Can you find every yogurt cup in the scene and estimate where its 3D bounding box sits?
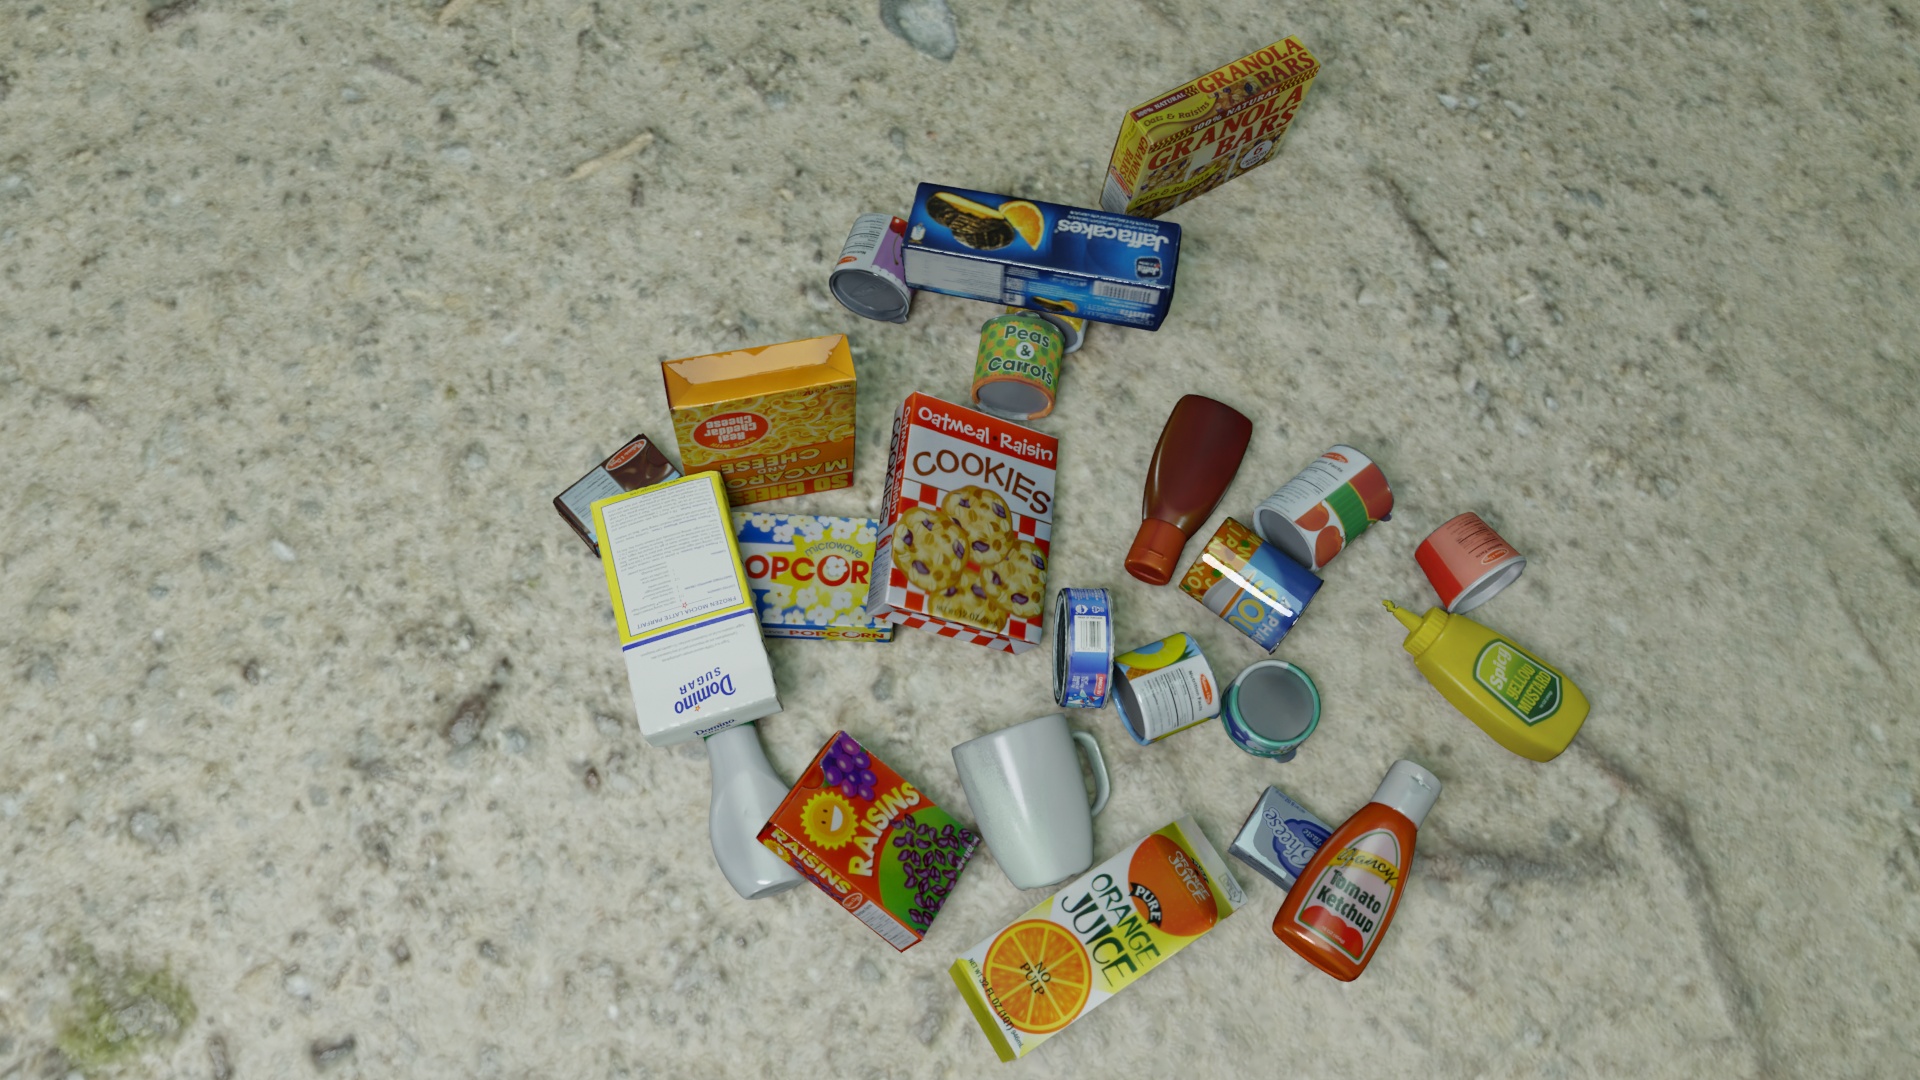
[{"bbox_3d":[0.378,0.016,1.039,0.072,0.072,0.054,-26,64,-14],"label":"yogurt cup"}]

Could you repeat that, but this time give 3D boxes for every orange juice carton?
[{"bbox_3d":[0.093,0.256,0.908,0.193,0.072,0.072,-28,73,-16],"label":"orange juice carton"}]

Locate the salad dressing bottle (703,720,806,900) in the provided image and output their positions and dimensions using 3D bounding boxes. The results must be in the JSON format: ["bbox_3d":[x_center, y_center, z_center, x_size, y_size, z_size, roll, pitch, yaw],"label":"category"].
[{"bbox_3d":[-0.146,0.166,0.942,0.064,0.043,0.148,-15,68,-15],"label":"salad dressing bottle"}]

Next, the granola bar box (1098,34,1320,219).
[{"bbox_3d":[0.199,-0.330,1.133,0.166,0.123,0.039,-28,74,-15],"label":"granola bar box"}]

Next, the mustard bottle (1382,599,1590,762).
[{"bbox_3d":[0.375,0.093,1.013,0.160,0.048,0.065,37,68,10],"label":"mustard bottle"}]

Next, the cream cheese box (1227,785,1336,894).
[{"bbox_3d":[0.243,0.223,0.962,0.104,0.024,0.053,35,70,10],"label":"cream cheese box"}]

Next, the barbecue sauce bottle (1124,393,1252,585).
[{"bbox_3d":[0.168,-0.037,1.053,0.065,0.043,0.149,25,68,5],"label":"barbecue sauce bottle"}]

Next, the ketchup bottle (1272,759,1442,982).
[{"bbox_3d":[0.271,0.216,0.929,0.065,0.043,0.149,35,69,10],"label":"ketchup bottle"}]

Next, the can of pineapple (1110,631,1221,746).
[{"bbox_3d":[0.142,0.104,0.981,0.058,0.070,0.071,-19,71,-12],"label":"can of pineapple"}]

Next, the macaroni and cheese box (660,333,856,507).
[{"bbox_3d":[-0.137,-0.079,0.977,0.124,0.165,0.040,-10,69,-9],"label":"macaroni and cheese box"}]

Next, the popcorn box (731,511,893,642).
[{"bbox_3d":[-0.110,0.027,1.004,0.127,0.038,0.085,3,67,-4],"label":"popcorn box"}]

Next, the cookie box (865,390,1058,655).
[{"bbox_3d":[0.004,-0.013,1.009,0.123,0.040,0.168,17,65,-22],"label":"cookie box"}]

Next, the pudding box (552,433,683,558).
[{"bbox_3d":[-0.249,-0.033,1.021,0.084,0.030,0.050,-41,75,-19],"label":"pudding box"}]

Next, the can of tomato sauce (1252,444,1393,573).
[{"bbox_3d":[0.272,-0.021,1.044,0.083,0.071,0.071,-36,75,-17],"label":"can of tomato sauce"}]

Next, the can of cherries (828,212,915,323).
[{"bbox_3d":[-0.062,-0.214,1.096,0.071,0.071,0.058,18,67,2],"label":"can of cherries"}]

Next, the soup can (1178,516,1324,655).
[{"bbox_3d":[0.210,0.034,1.013,0.084,0.071,0.071,36,69,10],"label":"soup can"}]

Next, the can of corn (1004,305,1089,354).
[{"bbox_3d":[0.070,-0.188,1.094,0.071,0.071,0.058,16,68,2],"label":"can of corn"}]

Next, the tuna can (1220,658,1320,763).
[{"bbox_3d":[0.223,0.123,0.997,0.071,0.032,0.071,2,67,-4],"label":"tuna can"}]

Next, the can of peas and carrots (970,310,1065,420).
[{"bbox_3d":[0.045,-0.133,1.067,0.071,0.070,0.059,10,68,-1],"label":"can of peas and carrots"}]

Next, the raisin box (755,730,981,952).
[{"bbox_3d":[-0.060,0.197,0.913,0.123,0.040,0.086,39,51,-1],"label":"raisin box"}]
